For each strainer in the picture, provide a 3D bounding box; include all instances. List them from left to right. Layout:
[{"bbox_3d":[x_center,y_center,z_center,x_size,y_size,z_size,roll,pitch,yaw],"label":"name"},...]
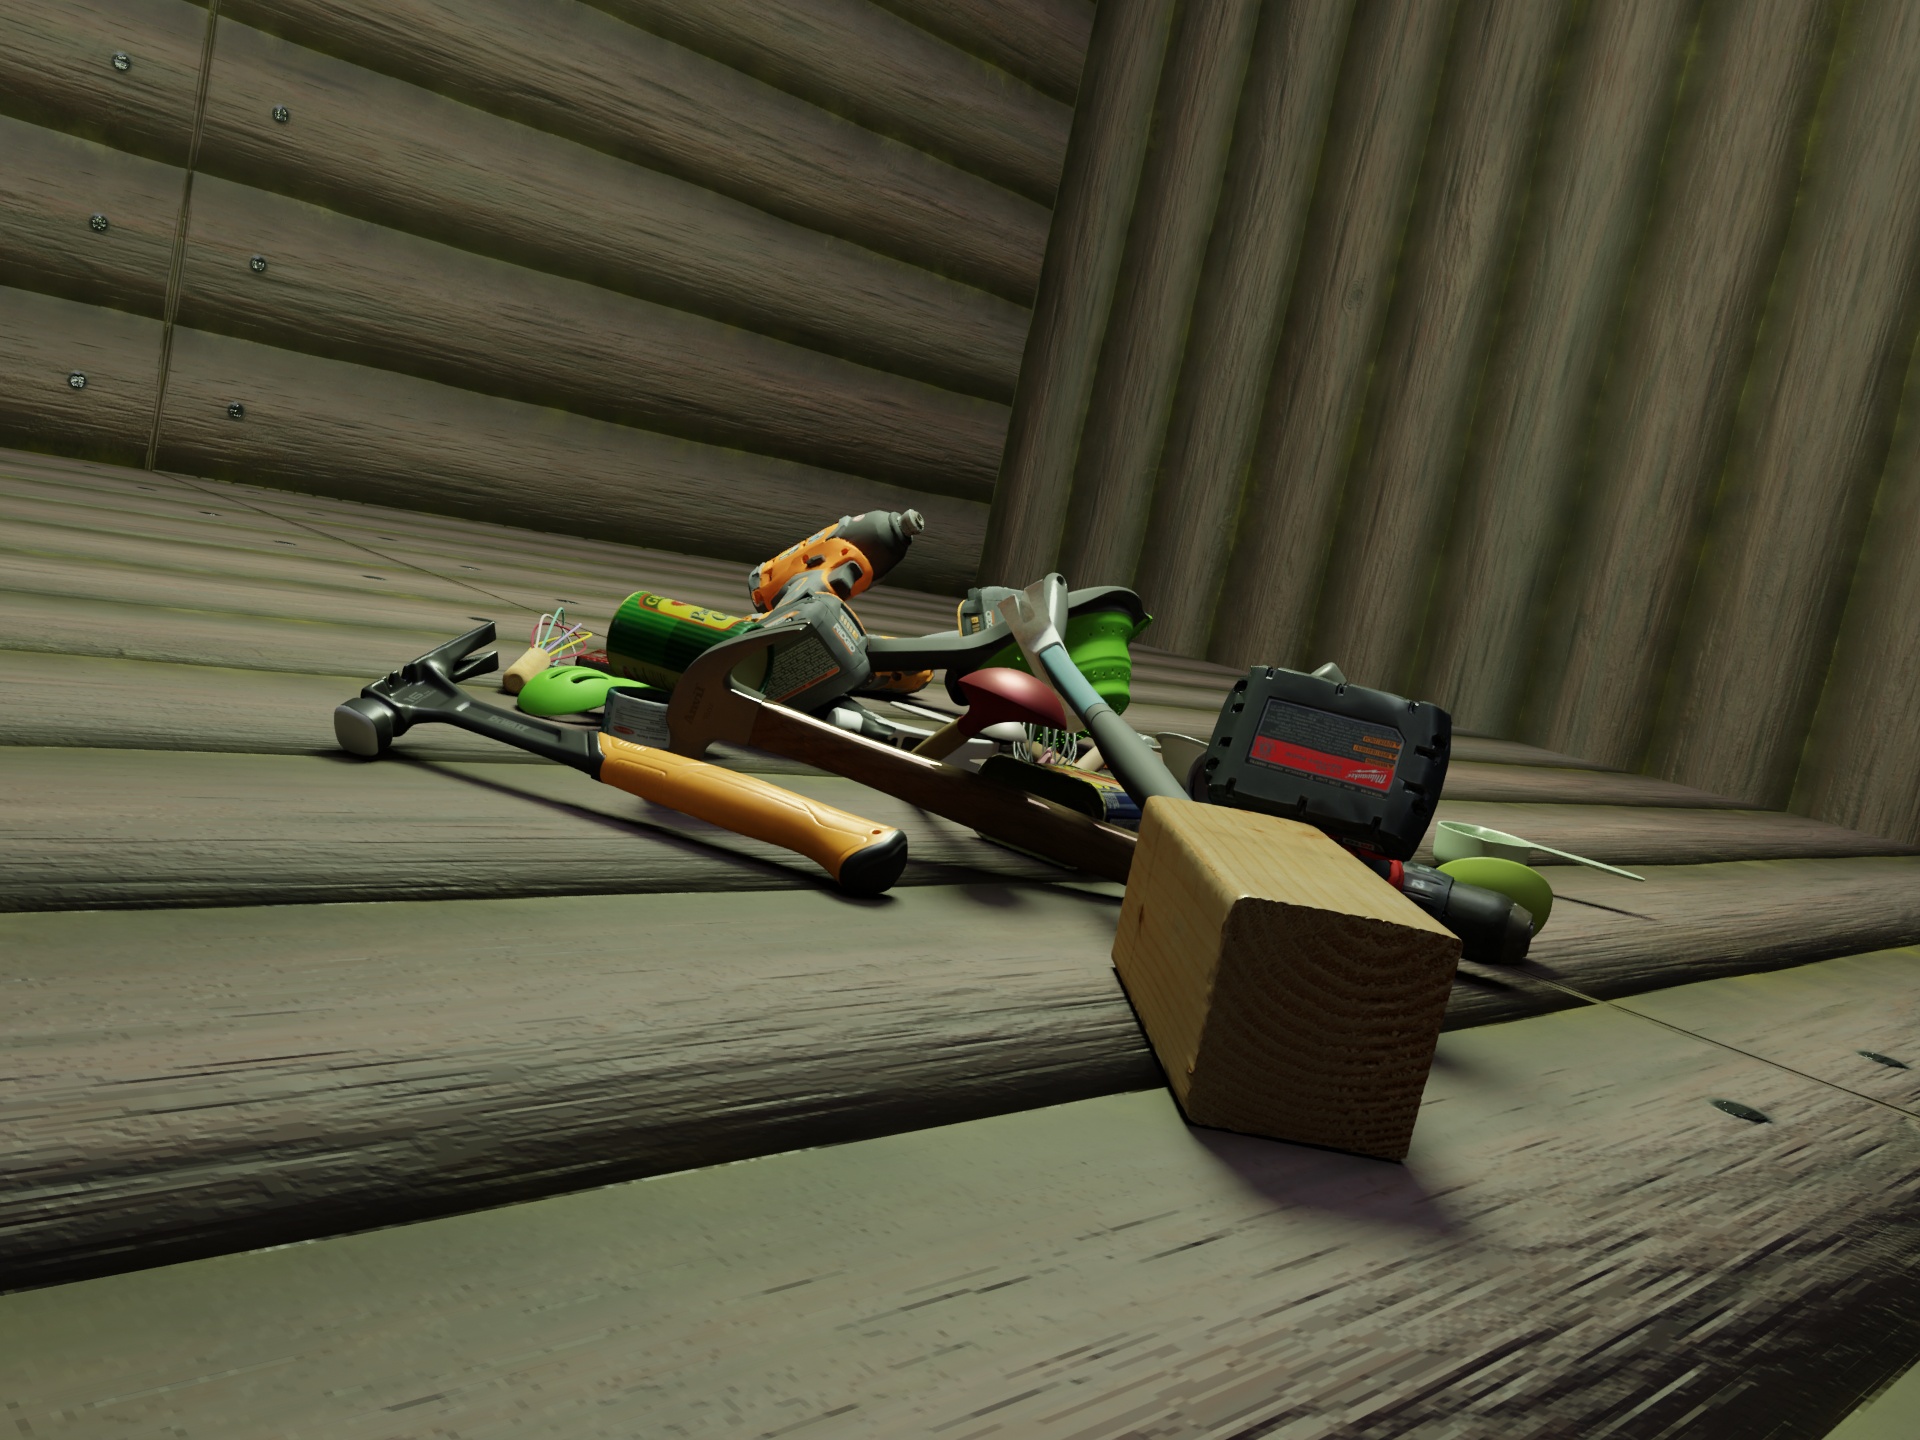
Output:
[{"bbox_3d":[0.180,0.028,1.513,0.086,0.050,0.259,34,-8,-31],"label":"strainer"}]

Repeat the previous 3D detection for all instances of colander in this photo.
[{"bbox_3d":[0.036,-0.031,1.454,0.397,0.095,0.204,-4,-26,-44],"label":"colander"}]

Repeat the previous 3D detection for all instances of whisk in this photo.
[{"bbox_3d":[-0.346,-0.056,1.328,0.047,0.051,0.245,17,9,-8],"label":"whisk"},{"bbox_3d":[0.076,-0.038,1.345,0.055,0.055,0.239,11,50,-6],"label":"whisk"}]

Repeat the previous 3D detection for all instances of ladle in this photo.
[{"bbox_3d":[-0.002,0.010,1.044,0.069,0.031,0.315,26,-17,-10],"label":"ladle"},{"bbox_3d":[0.332,0.105,1.135,0.078,0.062,0.320,19,4,-3],"label":"ladle"}]

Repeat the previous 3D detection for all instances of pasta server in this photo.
[{"bbox_3d":[0.103,0.035,1.258,0.060,0.040,0.316,50,18,4],"label":"pasta server"}]

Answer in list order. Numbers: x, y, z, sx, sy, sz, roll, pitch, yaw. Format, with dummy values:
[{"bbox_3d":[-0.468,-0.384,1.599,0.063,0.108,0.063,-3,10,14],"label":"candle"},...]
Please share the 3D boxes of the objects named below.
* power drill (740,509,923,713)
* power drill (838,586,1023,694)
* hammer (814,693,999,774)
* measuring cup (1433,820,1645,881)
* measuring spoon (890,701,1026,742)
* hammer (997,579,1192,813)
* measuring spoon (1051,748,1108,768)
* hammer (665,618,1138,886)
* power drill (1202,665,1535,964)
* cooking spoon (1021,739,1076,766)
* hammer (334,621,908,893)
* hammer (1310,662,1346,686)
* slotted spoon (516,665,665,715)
[{"bbox_3d":[-0.111,-0.095,1.291,0.164,0.084,0.227,-27,24,21],"label":"power drill"},{"bbox_3d":[-0.035,-0.075,1.622,0.226,0.084,0.185,-12,-8,33],"label":"power drill"},{"bbox_3d":[-0.087,-0.004,1.351,0.146,0.035,0.335,14,4,-23],"label":"hammer"},{"bbox_3d":[0.472,0.122,1.306,0.167,0.038,0.083,15,8,11],"label":"measuring cup"},{"bbox_3d":[-0.002,-0.004,1.279,0.124,0.018,0.034,16,4,25],"label":"measuring spoon"},{"bbox_3d":[0.089,0.008,0.945,0.033,0.128,0.331,-29,26,0],"label":"hammer"},{"bbox_3d":[0.123,0.036,1.491,0.116,0.011,0.021,7,8,-35],"label":"measuring spoon"},{"bbox_3d":[-0.013,0.038,0.945,0.331,0.130,0.031,20,16,-2],"label":"hammer"},{"bbox_3d":[0.229,0.069,0.889,0.188,0.080,0.226,15,-22,21],"label":"power drill"},{"bbox_3d":[0.110,0.055,1.301,0.068,0.017,0.319,8,8,-20],"label":"cooking spoon"},{"bbox_3d":[-0.180,0.024,0.893,0.337,0.034,0.127,18,33,20],"label":"hammer"},{"bbox_3d":[0.292,0.059,1.250,0.149,0.036,0.359,55,28,1],"label":"hammer"},{"bbox_3d":[-0.219,-0.033,1.270,0.070,0.031,0.313,18,15,33],"label":"slotted spoon"}]
